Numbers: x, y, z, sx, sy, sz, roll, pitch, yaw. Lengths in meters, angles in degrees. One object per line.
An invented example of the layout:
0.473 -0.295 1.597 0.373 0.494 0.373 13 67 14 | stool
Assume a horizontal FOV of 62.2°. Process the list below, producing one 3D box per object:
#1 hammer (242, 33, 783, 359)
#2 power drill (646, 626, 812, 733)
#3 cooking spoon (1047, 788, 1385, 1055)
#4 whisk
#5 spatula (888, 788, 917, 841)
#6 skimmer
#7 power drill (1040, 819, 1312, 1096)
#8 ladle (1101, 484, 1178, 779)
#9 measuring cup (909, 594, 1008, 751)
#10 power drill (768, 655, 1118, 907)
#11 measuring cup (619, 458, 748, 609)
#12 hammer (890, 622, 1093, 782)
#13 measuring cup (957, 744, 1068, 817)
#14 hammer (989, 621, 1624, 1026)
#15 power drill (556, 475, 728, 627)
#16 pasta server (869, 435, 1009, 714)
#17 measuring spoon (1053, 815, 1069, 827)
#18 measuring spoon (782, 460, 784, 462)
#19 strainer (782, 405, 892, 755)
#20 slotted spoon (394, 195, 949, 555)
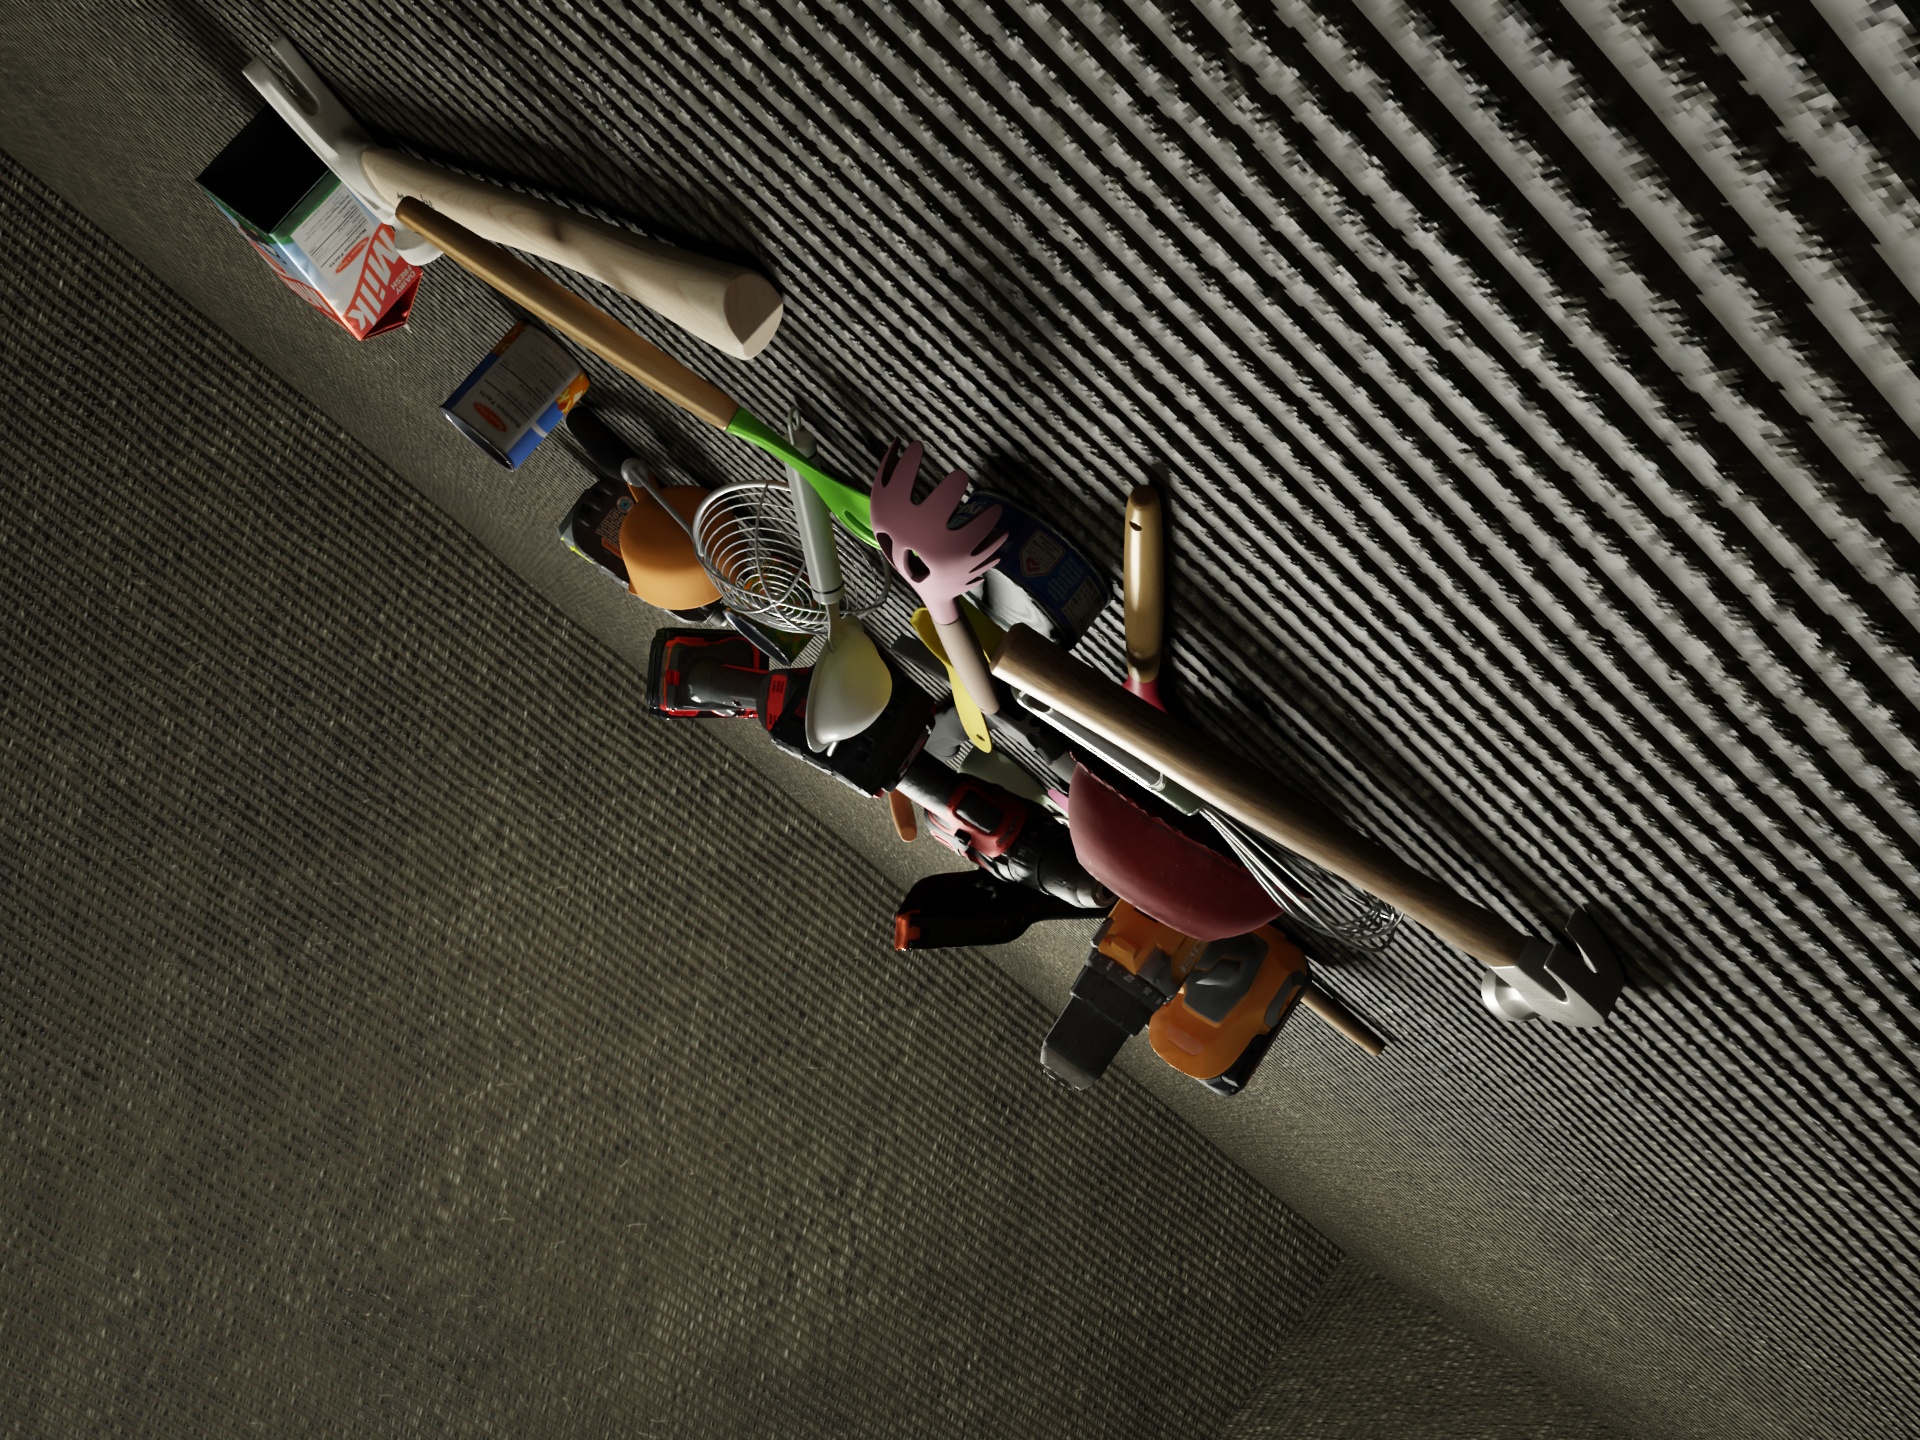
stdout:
-0.234 -0.264 0.821 0.411 0.038 0.146 29 165 40 | hammer
-0.149 -0.026 1.319 0.220 0.078 0.143 12 -171 44 | power drill
0.193 0.151 1.209 0.319 0.017 0.068 39 170 2 | cooking spoon
0.127 0.042 0.802 0.246 0.059 0.057 33 133 -12 | whisk
-0.047 0.056 1.350 0.081 0.041 0.323 40 -177 -9 | spatula
-0.174 -0.162 1.079 0.364 0.090 0.127 43 168 45 | skimmer
0.145 0.183 1.064 0.084 0.185 0.226 29 170 34 | power drill
0.085 -0.033 0.754 0.069 0.031 0.315 26 165 14 | ladle
0.010 -0.029 0.966 0.062 0.029 0.156 30 159 24 | measuring cup
-0.002 0.051 1.097 0.226 0.080 0.188 38 171 -39 | power drill
-0.221 -0.158 1.174 0.174 0.095 0.052 56 165 34 | measuring cup
-0.002 -0.004 1.164 0.146 0.035 0.335 39 170 -5 | hammer
0.065 0.080 1.281 0.168 0.038 0.083 37 170 21 | measuring cup
0.161 0.049 0.744 0.331 0.031 0.130 31 168 -1 | hammer
-0.262 -0.138 1.369 0.171 0.080 0.223 36 174 -13 | power drill
0.001 -0.052 0.773 0.060 0.040 0.316 36 173 14 | pasta server
0.077 0.089 1.367 0.034 0.018 0.124 39 163 -7 | measuring spoon
-0.068 -0.132 0.908 0.117 0.011 0.021 37 171 28 | measuring spoon
-0.074 -0.069 0.918 0.050 0.087 0.258 10 136 19 | strainer
-0.136 -0.164 0.791 0.313 0.031 0.070 32 177 -14 | slotted spoon
